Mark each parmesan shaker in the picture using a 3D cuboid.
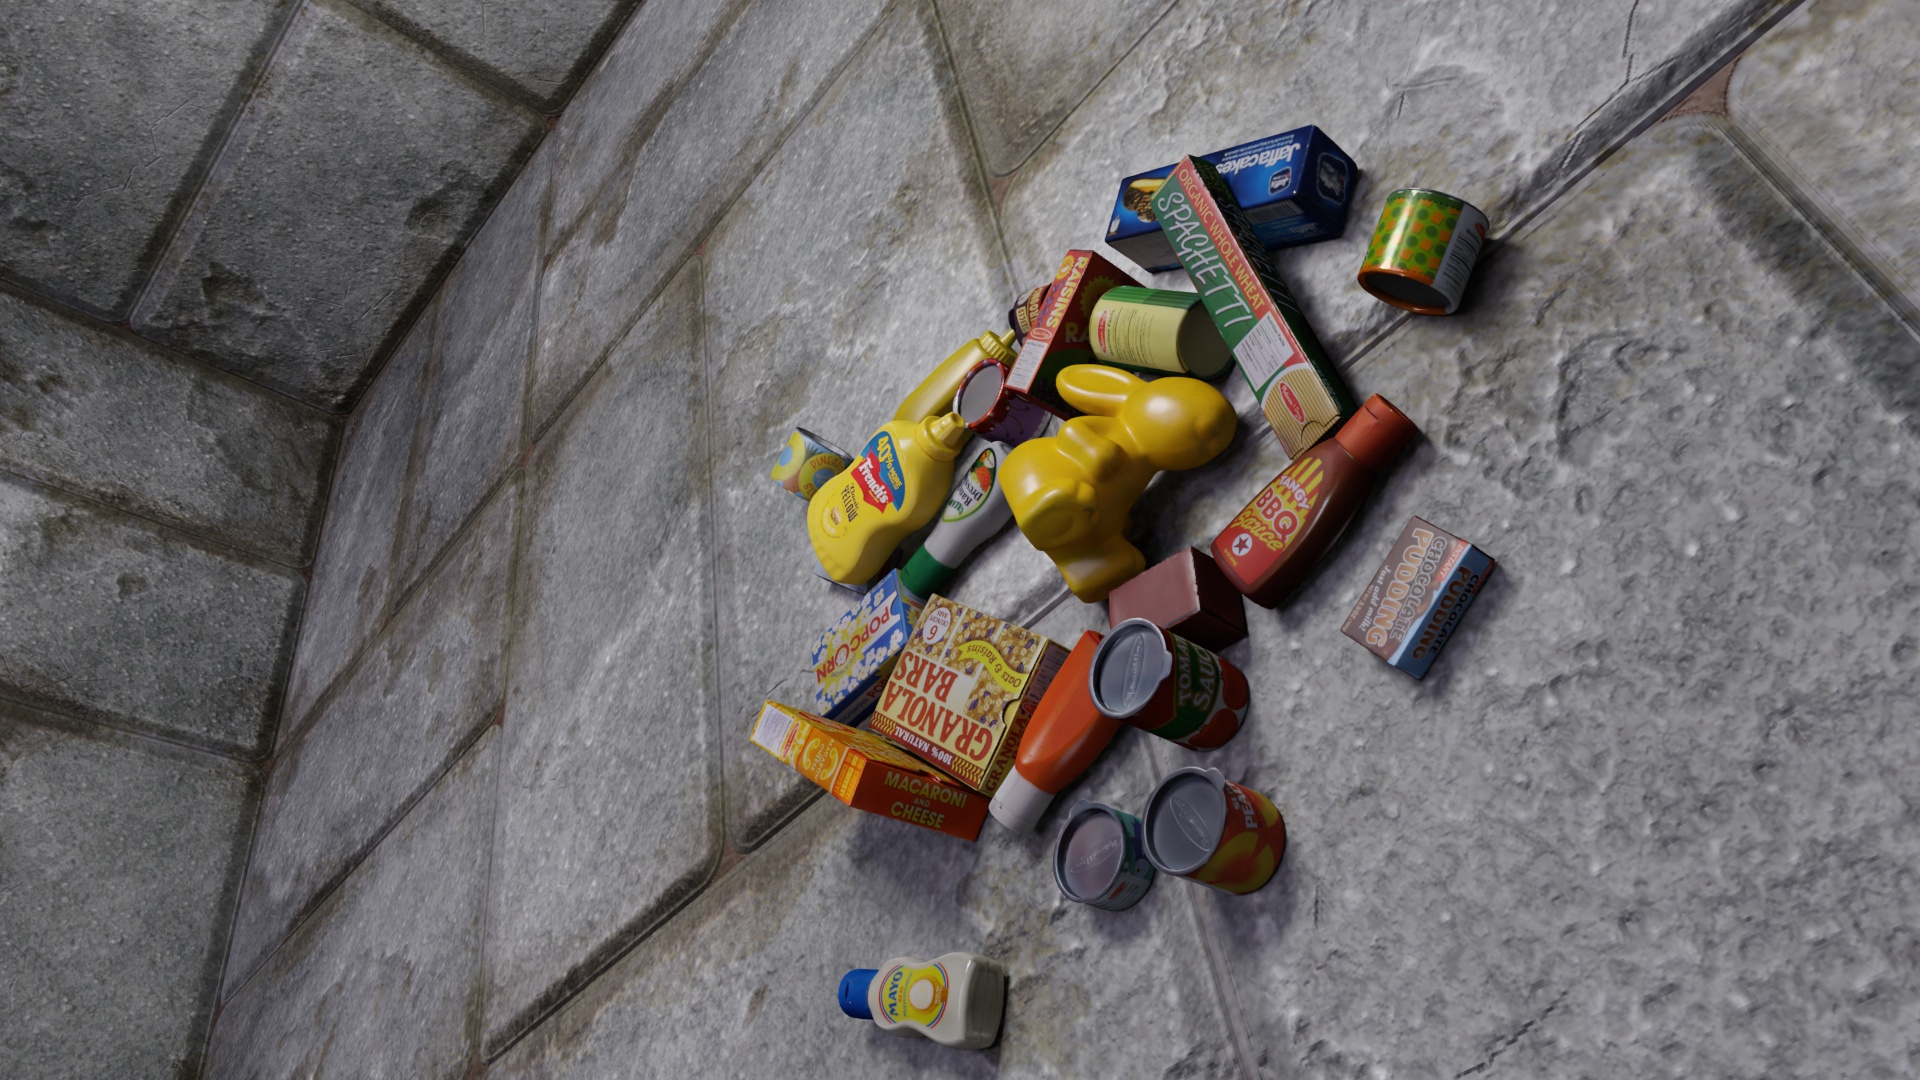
[{"bbox_3d":[0.155,-0.154,1.053,0.103,0.071,0.071,21,86,55],"label":"parmesan shaker"}]

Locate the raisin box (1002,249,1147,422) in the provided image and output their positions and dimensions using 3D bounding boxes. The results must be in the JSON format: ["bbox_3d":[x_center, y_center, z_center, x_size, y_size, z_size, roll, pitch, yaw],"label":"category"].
[{"bbox_3d":[0.099,-0.158,1.109,0.040,0.086,0.123,24,89,58],"label":"raisin box"}]

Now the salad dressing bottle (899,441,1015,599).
[{"bbox_3d":[0.004,-0.015,1.179,0.147,0.044,0.064,-52,34,17],"label":"salad dressing bottle"}]

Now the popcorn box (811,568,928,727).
[{"bbox_3d":[-0.078,0.097,1.220,0.126,0.038,0.085,-42,39,29],"label":"popcorn box"}]

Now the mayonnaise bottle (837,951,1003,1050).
[{"bbox_3d":[-0.032,0.331,1.005,0.147,0.041,0.065,-17,57,46],"label":"mayonnaise bottle"}]

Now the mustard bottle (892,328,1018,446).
[{"bbox_3d":[0.007,-0.139,1.242,0.160,0.065,0.049,-46,46,16],"label":"mustard bottle"}]

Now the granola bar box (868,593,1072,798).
[{"bbox_3d":[0.006,0.119,1.088,0.165,0.039,0.124,17,79,55],"label":"granola bar box"}]

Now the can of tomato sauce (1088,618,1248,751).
[{"bbox_3d":[0.136,0.094,0.899,0.071,0.083,0.071,-31,46,39],"label":"can of tomato sauce"}]

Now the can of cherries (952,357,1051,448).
[{"bbox_3d":[0.037,-0.117,1.188,0.071,0.058,0.072,-31,46,39],"label":"can of cherries"}]

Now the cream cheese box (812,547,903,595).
[{"bbox_3d":[-0.097,0.021,1.306,0.104,0.024,0.053,16,81,55],"label":"cream cheese box"}]

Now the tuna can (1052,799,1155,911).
[{"bbox_3d":[0.095,0.209,0.923,0.071,0.033,0.071,-31,46,39],"label":"tuna can"}]

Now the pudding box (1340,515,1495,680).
[{"bbox_3d":[0.267,0.033,0.813,0.083,0.030,0.050,-59,35,7],"label":"pudding box"}]

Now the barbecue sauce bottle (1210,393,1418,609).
[{"bbox_3d":[0.228,-0.027,0.891,0.148,0.043,0.065,-50,37,19],"label":"barbecue sauce bottle"}]

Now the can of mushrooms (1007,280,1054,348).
[{"bbox_3d":[0.076,-0.184,1.169,0.033,0.071,0.071,-15,57,46],"label":"can of mushrooms"}]

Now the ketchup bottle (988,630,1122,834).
[{"bbox_3d":[0.073,0.139,0.988,0.148,0.043,0.065,-58,34,10],"label":"ketchup bottle"}]

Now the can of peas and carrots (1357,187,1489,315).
[{"bbox_3d":[0.293,-0.184,0.887,0.071,0.071,0.059,16,83,55],"label":"can of peas and carrots"}]

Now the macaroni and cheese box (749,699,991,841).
[{"bbox_3d":[-0.073,0.177,1.085,0.166,0.123,0.040,16,83,55],"label":"macaroni and cheese box"}]

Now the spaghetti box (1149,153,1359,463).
[{"bbox_3d":[0.201,-0.166,0.968,0.050,0.029,0.251,-49,51,40],"label":"spaghetti box"}]

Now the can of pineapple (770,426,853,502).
[{"bbox_3d":[-0.150,-0.073,1.400,0.058,0.071,0.071,-61,34,6],"label":"can of pineapple"}]

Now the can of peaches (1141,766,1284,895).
[{"bbox_3d":[0.155,0.176,0.844,0.071,0.058,0.071,-32,45,38],"label":"can of peaches"}]
